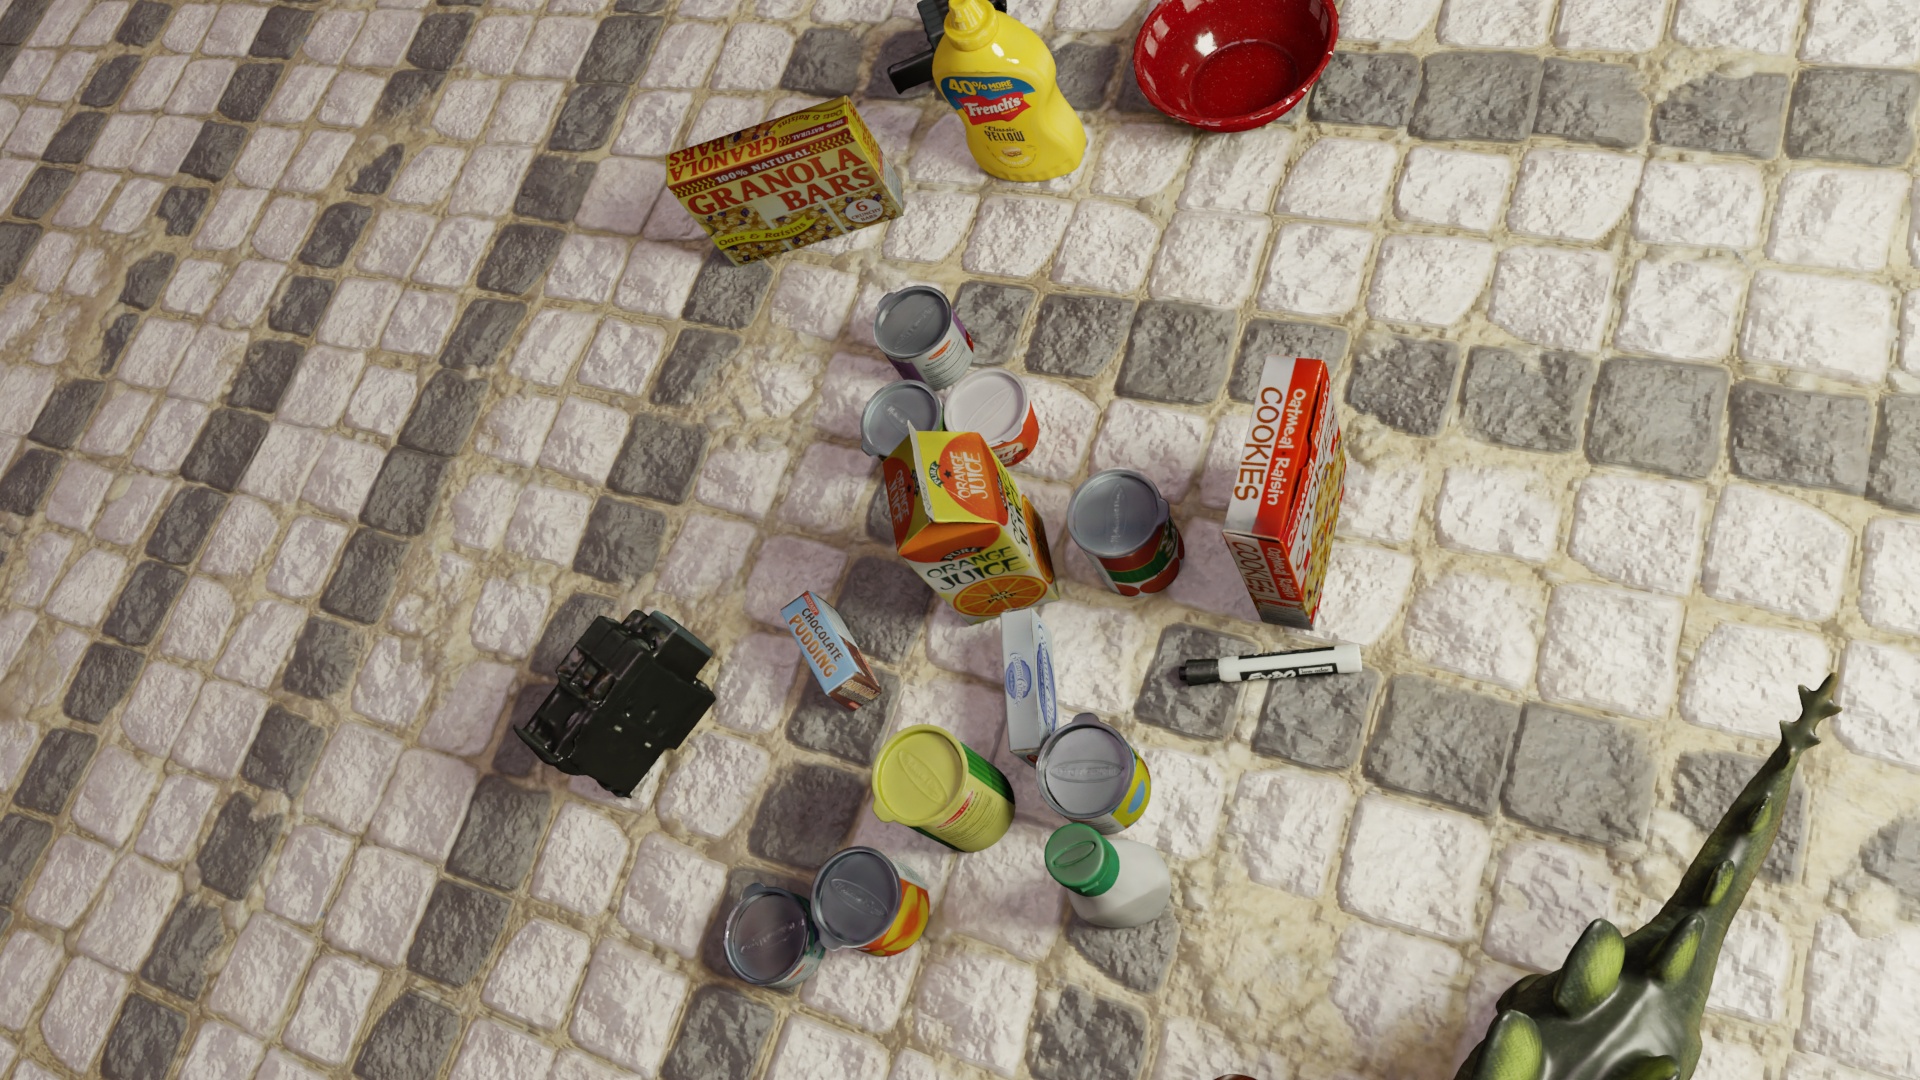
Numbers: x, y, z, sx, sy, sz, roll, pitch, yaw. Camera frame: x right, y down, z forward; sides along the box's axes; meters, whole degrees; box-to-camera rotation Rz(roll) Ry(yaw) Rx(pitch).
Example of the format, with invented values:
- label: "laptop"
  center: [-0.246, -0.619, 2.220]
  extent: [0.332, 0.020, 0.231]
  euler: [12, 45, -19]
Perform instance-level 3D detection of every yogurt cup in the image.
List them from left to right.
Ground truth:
- label: "yogurt cup"
  center: [0.027, -0.091, 1.062]
  extent: [0.072, 0.054, 0.072]
  euler: [-8, 65, 17]

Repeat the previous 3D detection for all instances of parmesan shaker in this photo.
- label: "parmesan shaker"
  center: [-0.012, 0.170, 0.934]
  extent: [0.071, 0.103, 0.071]
  euler: [-8, 65, 18]

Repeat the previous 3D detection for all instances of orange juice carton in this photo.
- label: "orange juice carton"
  center: [0.003, -0.012, 0.957]
  extent: [0.073, 0.192, 0.072]
  euler: [-17, 63, 13]

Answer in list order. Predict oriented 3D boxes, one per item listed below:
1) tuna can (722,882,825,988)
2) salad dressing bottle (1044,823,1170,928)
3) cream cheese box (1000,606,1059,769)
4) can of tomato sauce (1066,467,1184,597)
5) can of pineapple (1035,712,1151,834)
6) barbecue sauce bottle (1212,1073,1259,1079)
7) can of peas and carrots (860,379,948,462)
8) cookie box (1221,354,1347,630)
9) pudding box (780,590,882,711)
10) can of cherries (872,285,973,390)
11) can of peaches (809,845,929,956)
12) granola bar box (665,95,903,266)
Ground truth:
- label: "tuna can"
  center: [-0.130, 0.276, 0.972]
  extent: [0.071, 0.032, 0.071]
  euler: [-8, 65, 17]
- label: "salad dressing bottle"
  center: [0.089, 0.206, 0.855]
  extent: [0.064, 0.147, 0.044]
  euler: [-26, 61, 8]
- label: "cream cheese box"
  center: [0.049, 0.104, 0.969]
  extent: [0.024, 0.053, 0.104]
  euler: [-11, 64, 16]
- label: "can of tomato sauce"
  center: [0.119, -0.004, 0.973]
  extent: [0.071, 0.083, 0.071]
  euler: [-8, 65, 18]
- label: "can of pineapple"
  center: [0.090, 0.157, 0.927]
  extent: [0.071, 0.057, 0.071]
  euler: [-8, 65, 17]
- label: "barbecue sauce bottle"
  center: [0.148, 0.332, 0.777]
  extent: [0.044, 0.148, 0.065]
  euler: [12, 73, 25]
- label: "can of peas and carrots"
  center: [-0.038, -0.081, 1.079]
  extent: [0.071, 0.058, 0.071]
  euler: [-8, 65, 17]
- label: "cookie box"
  center: [0.215, -0.027, 0.898]
  extent: [0.040, 0.167, 0.123]
  euler: [9, 71, 24]
- label: "pudding box"
  center: [-0.096, 0.082, 1.035]
  extent: [0.030, 0.049, 0.084]
  euler: [-36, 60, 3]
- label: "can of cherries"
  center: [-0.030, -0.163, 1.113]
  extent: [0.071, 0.058, 0.072]
  euler: [-8, 65, 17]
- label: "can of peaches"
  center: [-0.062, 0.248, 0.944]
  extent: [0.071, 0.058, 0.071]
  euler: [-8, 65, 17]
- label: "granola bar box"
  center: [-0.147, -0.301, 1.179]
  extent: [0.165, 0.124, 0.039]
  euler: [-14, 64, 15]
